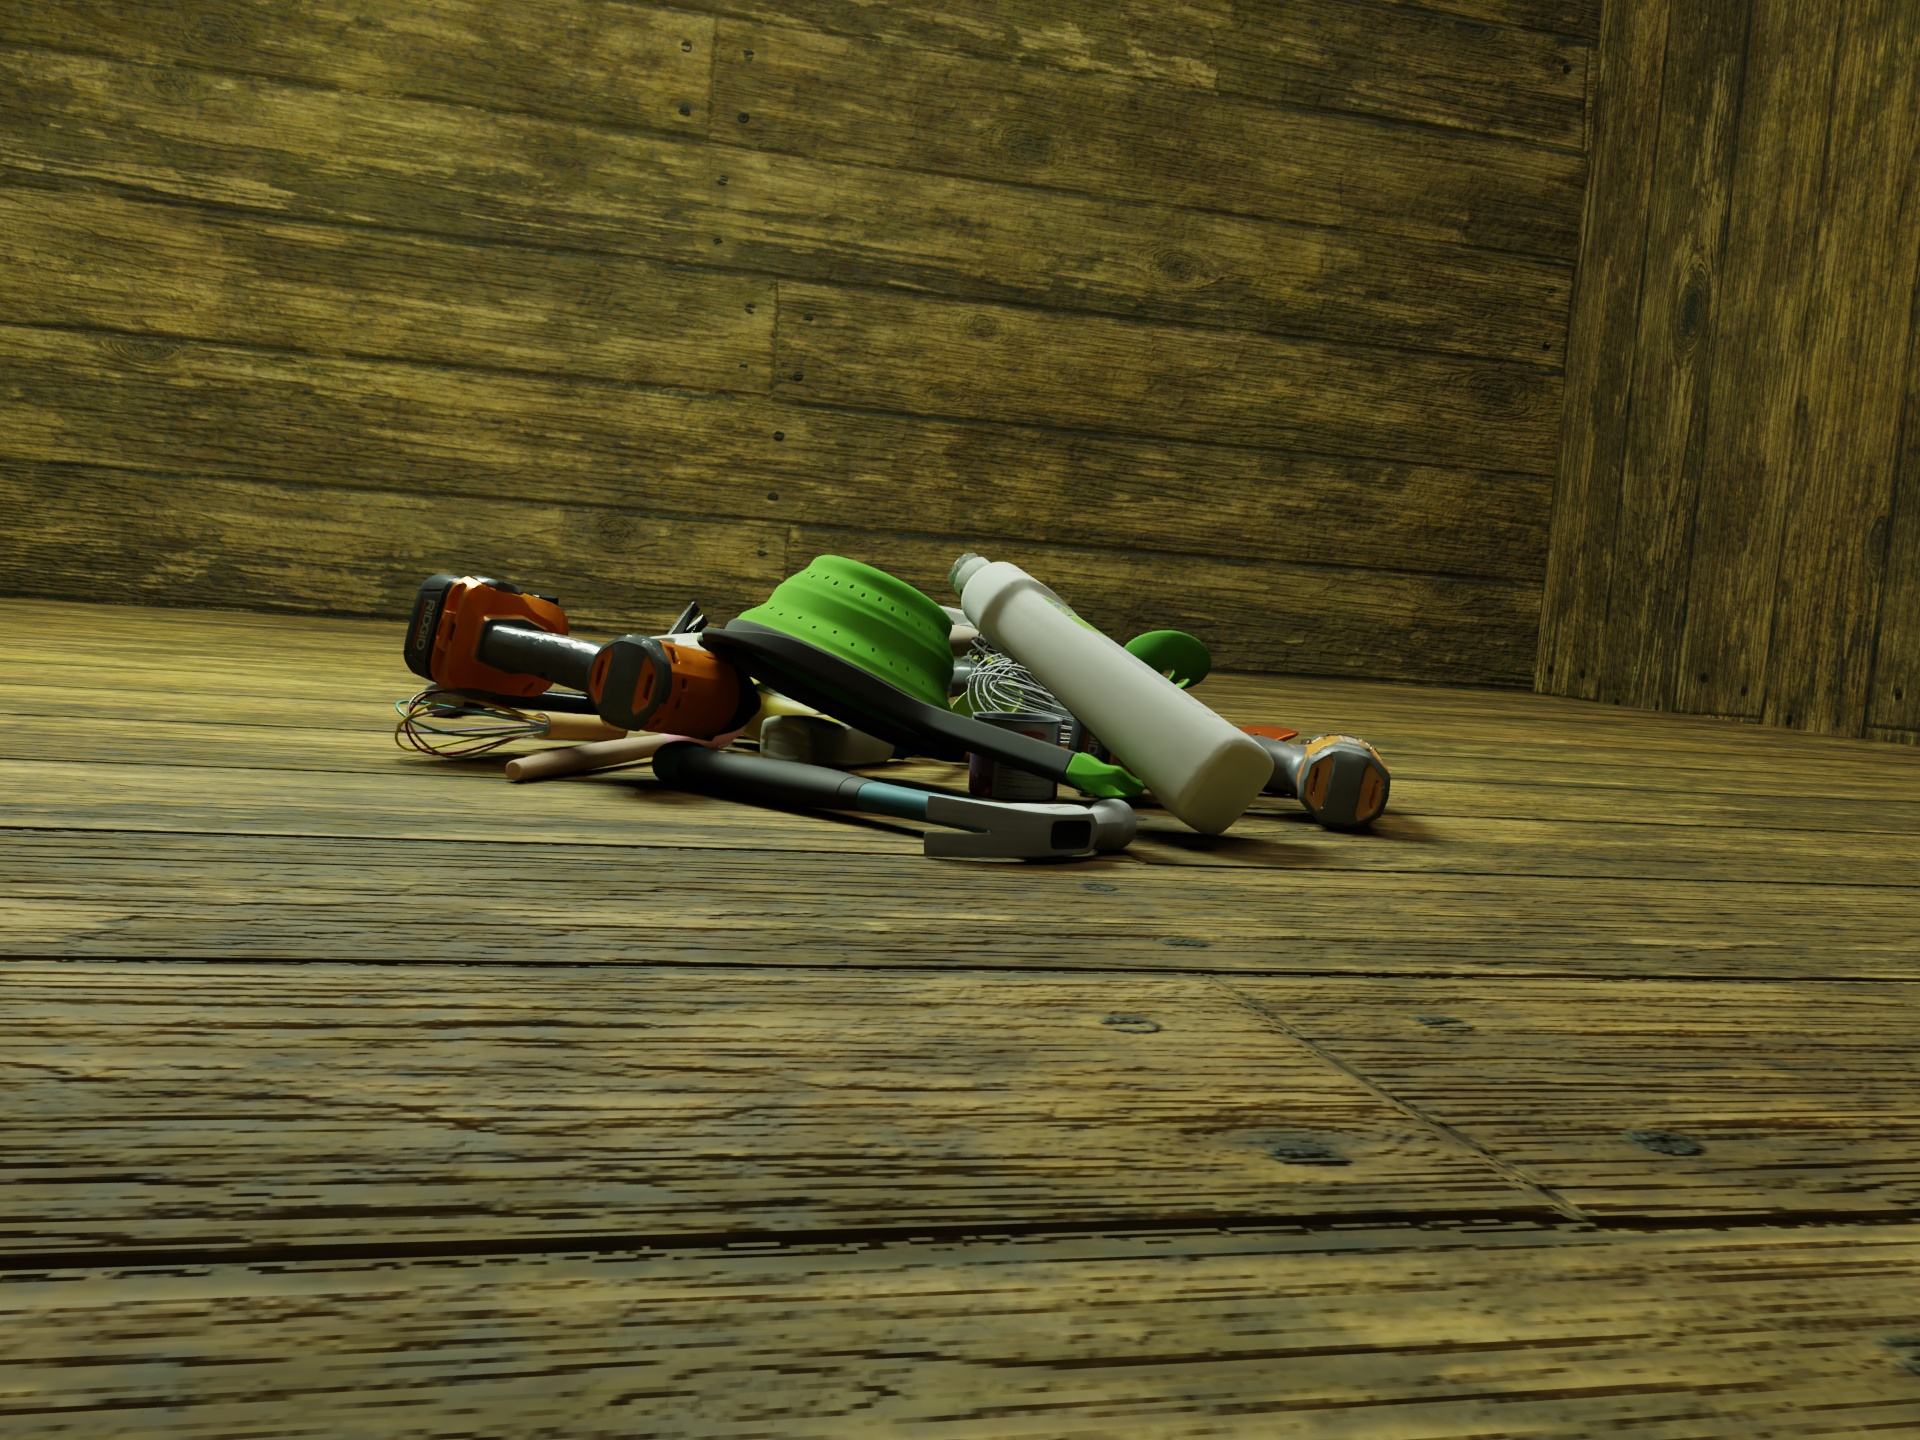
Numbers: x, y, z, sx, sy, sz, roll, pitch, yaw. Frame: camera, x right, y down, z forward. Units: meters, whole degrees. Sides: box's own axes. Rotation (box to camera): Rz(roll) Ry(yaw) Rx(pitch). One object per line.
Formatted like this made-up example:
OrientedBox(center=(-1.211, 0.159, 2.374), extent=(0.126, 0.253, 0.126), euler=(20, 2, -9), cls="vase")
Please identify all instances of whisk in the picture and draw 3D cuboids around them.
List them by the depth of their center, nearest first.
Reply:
OrientedBox(center=(-0.335, 0.005, 1.204), extent=(0.051, 0.047, 0.245), euler=(20, 6, 24), cls="whisk")
OrientedBox(center=(0.140, 0.010, 1.272), extent=(0.284, 0.070, 0.070), euler=(18, 3, -5), cls="whisk")
OrientedBox(center=(0.088, -0.013, 1.361), extent=(0.055, 0.055, 0.239), euler=(-1, 30, -47), cls="whisk")

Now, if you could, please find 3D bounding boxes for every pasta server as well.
OrientedBox(center=(-0.240, 0.013, 1.182), extent=(0.060, 0.040, 0.316), euler=(-24, -4, 20), cls="pasta server")

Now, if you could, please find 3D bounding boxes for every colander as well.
OrientedBox(center=(-0.018, -0.036, 1.071), extent=(0.397, 0.094, 0.204), euler=(18, -11, 45), cls="colander")

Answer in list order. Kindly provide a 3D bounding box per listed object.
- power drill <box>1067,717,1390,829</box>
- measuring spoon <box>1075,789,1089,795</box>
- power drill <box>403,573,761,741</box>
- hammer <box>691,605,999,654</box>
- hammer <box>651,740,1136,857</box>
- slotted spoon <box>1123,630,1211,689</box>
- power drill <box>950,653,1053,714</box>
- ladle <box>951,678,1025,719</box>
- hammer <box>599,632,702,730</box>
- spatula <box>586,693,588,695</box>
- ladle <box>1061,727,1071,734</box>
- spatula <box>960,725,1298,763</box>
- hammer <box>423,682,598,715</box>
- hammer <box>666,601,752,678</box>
OrientedBox(center=(0.203, 0.022, 1.187), extent=(0.226, 0.084, 0.185), euler=(13, 6, 10), cls="power drill")
OrientedBox(center=(0.113, 0.049, 1.238), extent=(0.034, 0.018, 0.124), euler=(18, 16, 20), cls="measuring spoon")
OrientedBox(center=(-0.257, -0.038, 1.126), extent=(0.226, 0.084, 0.164), euler=(15, 1, 25), cls="power drill")
OrientedBox(center=(-0.112, -0.064, 1.405), extent=(0.146, 0.038, 0.410), euler=(17, 18, 41), cls="hammer")
OrientedBox(center=(-0.064, 0.046, 0.980), extent=(0.331, 0.033, 0.128), euler=(8, 5, 37), cls="hammer")
OrientedBox(center=(0.140, -0.013, 1.353), extent=(0.070, 0.031, 0.313), euler=(17, -17, -5), cls="slotted spoon")
OrientedBox(center=(-0.006, -0.055, 1.614), extent=(0.228, 0.080, 0.191), euler=(-2, 22, 9), cls="power drill")
OrientedBox(center=(-0.002, -0.004, 1.363), extent=(0.078, 0.062, 0.320), euler=(-21, -4, 12), cls="ladle")
OrientedBox(center=(-0.261, -0.039, 1.389), extent=(0.130, 0.031, 0.331), euler=(-3, 12, 2), cls="hammer")
OrientedBox(center=(-0.338, -0.042, 1.457), extent=(0.059, 0.018, 0.316), euler=(3, 5, -14), cls="spatula")
OrientedBox(center=(0.126, 0.010, 1.637), extent=(0.315, 0.031, 0.069), euler=(5, 6, -8), cls="ladle")
OrientedBox(center=(0.140, 0.023, 1.388), extent=(0.322, 0.041, 0.081), euler=(1, 4, -22), cls="spatula")
OrientedBox(center=(-0.301, -0.012, 1.450), extent=(0.335, 0.035, 0.146), euler=(5, 5, 10), cls="hammer")
OrientedBox(center=(-0.158, -0.048, 1.539), extent=(0.337, 0.127, 0.034), euler=(7, -36, 29), cls="hammer")
